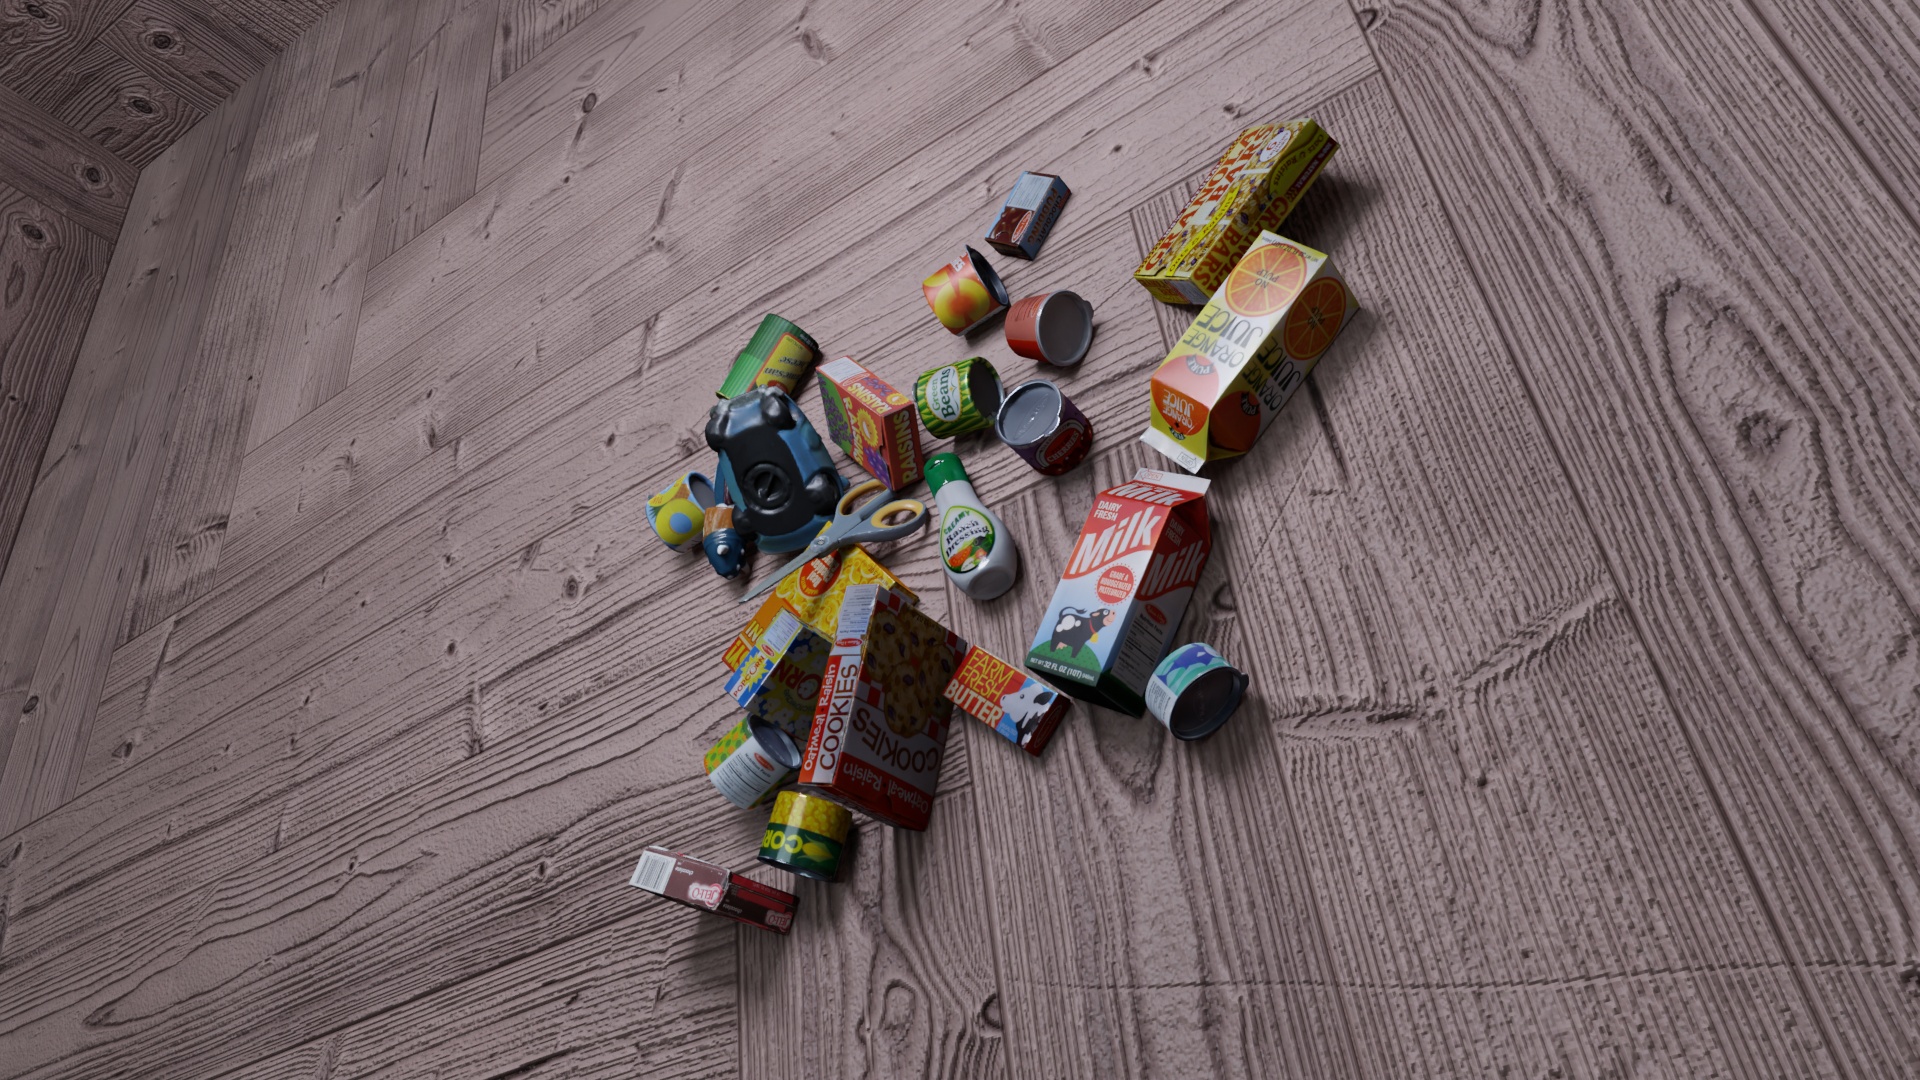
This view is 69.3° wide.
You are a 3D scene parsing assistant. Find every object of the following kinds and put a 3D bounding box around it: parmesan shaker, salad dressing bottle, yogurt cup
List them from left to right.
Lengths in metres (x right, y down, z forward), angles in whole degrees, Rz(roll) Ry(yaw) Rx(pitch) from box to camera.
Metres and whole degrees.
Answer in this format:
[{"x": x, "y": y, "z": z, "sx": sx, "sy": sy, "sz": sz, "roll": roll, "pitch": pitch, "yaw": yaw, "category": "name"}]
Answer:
[{"x": -0.203, "y": -0.180, "z": 1.458, "sx": 0.071, "sy": 0.071, "sz": 0.103, "roll": 24, "pitch": 81, "yaw": 43, "category": "parmesan shaker"}, {"x": 0.004, "y": -0.015, "z": 1.219, "sx": 0.064, "sy": 0.044, "sz": 0.148, "roll": -35, "pitch": 48, "yaw": 14, "category": "salad dressing bottle"}, {"x": 0.077, "y": -0.192, "z": 1.256, "sx": 0.054, "sy": 0.072, "sz": 0.072, "roll": 9, "pitch": 71, "yaw": 49, "category": "yogurt cup"}]

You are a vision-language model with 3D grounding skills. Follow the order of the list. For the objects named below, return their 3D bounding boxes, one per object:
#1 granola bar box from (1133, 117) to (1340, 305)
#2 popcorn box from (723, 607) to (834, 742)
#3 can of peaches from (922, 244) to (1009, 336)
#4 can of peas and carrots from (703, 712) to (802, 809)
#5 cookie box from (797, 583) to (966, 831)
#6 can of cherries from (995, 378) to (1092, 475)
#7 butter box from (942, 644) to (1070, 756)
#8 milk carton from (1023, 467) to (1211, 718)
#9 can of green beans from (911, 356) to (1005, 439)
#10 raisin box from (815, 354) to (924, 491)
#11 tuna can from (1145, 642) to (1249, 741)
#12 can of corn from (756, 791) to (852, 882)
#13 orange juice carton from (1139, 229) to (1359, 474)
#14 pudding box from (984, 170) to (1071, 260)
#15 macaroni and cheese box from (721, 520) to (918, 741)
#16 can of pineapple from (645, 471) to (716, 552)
[{"x": 0.228, "y": -0.276, "z": 1.172, "sx": 0.165, "sy": 0.039, "sz": 0.124, "roll": -52, "pitch": 18, "yaw": 0, "category": "granola bar box"}, {"x": -0.125, "y": 0.123, "z": 1.178, "sx": 0.085, "sy": 0.126, "sz": 0.038, "roll": -54, "pitch": 42, "yaw": -2, "category": "popcorn box"}, {"x": 0.003, "y": -0.240, "z": 1.336, "sx": 0.058, "sy": 0.071, "sz": 0.071, "roll": -32, "pitch": 49, "yaw": 21, "category": "can of peaches"}, {"x": -0.183, "y": 0.193, "z": 1.225, "sx": 0.058, "sy": 0.071, "sz": 0.071, "roll": -43, "pitch": 47, "yaw": 10, "category": "can of peas and carrots"}, {"x": -0.059, "y": 0.136, "z": 1.122, "sx": 0.040, "sy": 0.122, "sz": 0.168, "roll": -6, "pitch": 61, "yaw": 36, "category": "cookie box"}, {"x": 0.074, "y": -0.096, "z": 1.204, "sx": 0.071, "sy": 0.058, "sz": 0.072, "roll": -19, "pitch": 54, "yaw": 28, "category": "can of cherries"}, {"x": 0.036, "y": 0.128, "z": 1.123, "sx": 0.103, "sy": 0.024, "sz": 0.053, "roll": 27, "pitch": 82, "yaw": 43, "category": "butter box"}, {"x": 0.130, "y": 0.031, "z": 1.074, "sx": 0.072, "sy": 0.073, "sz": 0.191, "roll": 14, "pitch": 73, "yaw": 42, "category": "milk carton"}, {"x": 0.000, "y": -0.131, "z": 1.275, "sx": 0.057, "sy": 0.071, "sz": 0.071, "roll": -13, "pitch": 58, "yaw": 32, "category": "can of green beans"}, {"x": -0.085, "y": -0.112, "z": 1.314, "sx": 0.040, "sy": 0.085, "sz": 0.124, "roll": -26, "pitch": 41, "yaw": -24, "category": "raisin box"}, {"x": 0.171, "y": 0.108, "z": 1.004, "sx": 0.071, "sy": 0.071, "sz": 0.033, "roll": -48, "pitch": 45, "yaw": 4, "category": "tuna can"}, {"x": -0.130, "y": 0.244, "z": 1.149, "sx": 0.071, "sy": 0.071, "sz": 0.058, "roll": 0, "pitch": 64, "yaw": 38, "category": "can of corn"}, {"x": 0.222, "y": -0.143, "z": 1.107, "sx": 0.192, "sy": 0.073, "sz": 0.072, "roll": -53, "pitch": 46, "yaw": 0, "category": "orange juice carton"}, {"x": 0.066, "y": -0.319, "z": 1.363, "sx": 0.050, "sy": 0.030, "sz": 0.084, "roll": 22, "pitch": 79, "yaw": 42, "category": "pudding box"}, {"x": -0.132, "y": 0.080, "z": 1.269, "sx": 0.166, "sy": 0.040, "sz": 0.124, "roll": -51, "pitch": 45, "yaw": 0, "category": "macaroni and cheese box"}, {"x": -0.282, "y": -0.031, "z": 1.431, "sx": 0.057, "sy": 0.071, "sz": 0.071, "roll": -34, "pitch": 49, "yaw": 16, "category": "can of pineapple"}]
